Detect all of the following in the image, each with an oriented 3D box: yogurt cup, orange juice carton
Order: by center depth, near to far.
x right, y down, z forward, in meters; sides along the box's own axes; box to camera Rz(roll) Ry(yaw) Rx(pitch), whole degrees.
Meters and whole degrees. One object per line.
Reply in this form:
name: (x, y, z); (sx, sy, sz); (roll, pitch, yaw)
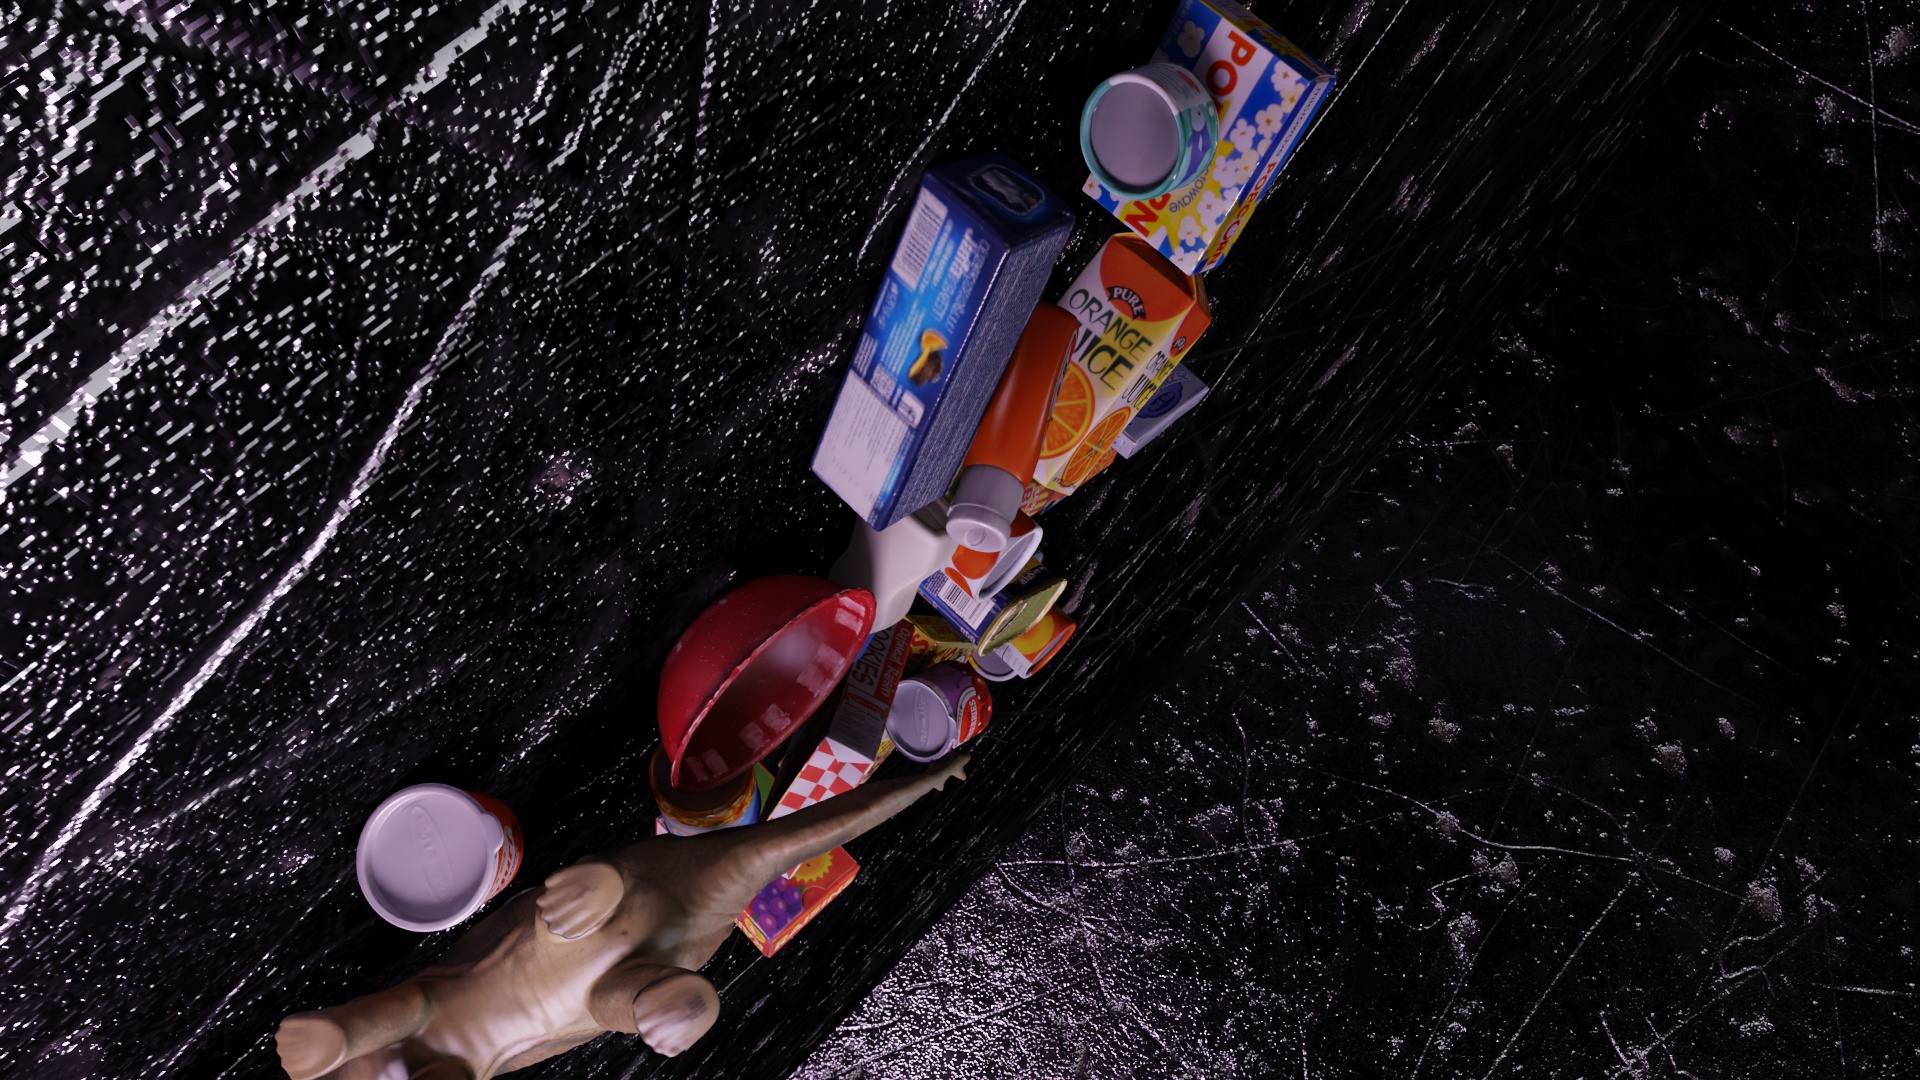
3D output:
yogurt cup: (-0.248, 0.151, 0.673); (0.072, 0.072, 0.054); (-47, 172, -3)
orange juice carton: (0.098, -0.127, 0.906); (0.192, 0.073, 0.072); (-51, 164, 9)

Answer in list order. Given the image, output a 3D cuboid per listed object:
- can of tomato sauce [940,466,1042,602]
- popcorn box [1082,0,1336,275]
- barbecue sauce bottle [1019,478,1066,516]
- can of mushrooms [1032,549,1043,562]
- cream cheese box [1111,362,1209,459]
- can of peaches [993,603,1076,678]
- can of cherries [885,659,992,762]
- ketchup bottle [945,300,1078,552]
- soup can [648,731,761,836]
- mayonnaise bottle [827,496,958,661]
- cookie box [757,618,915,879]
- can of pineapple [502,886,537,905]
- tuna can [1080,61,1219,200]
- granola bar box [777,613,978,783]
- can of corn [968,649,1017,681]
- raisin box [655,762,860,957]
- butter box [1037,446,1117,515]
can of tomato sauce: (0.003, -0.011, 0.912); (0.071, 0.083, 0.071); (-43, 164, -16)
popcorn box: (0.132, -0.220, 0.754); (0.038, 0.085, 0.126); (-28, 155, -47)
barbecue sauce bottle: (0.037, -0.037, 1.015); (0.064, 0.044, 0.149); (-57, 162, 26)
can of mushrooms: (0.035, 0.027, 1.180); (0.071, 0.033, 0.070); (-44, 164, -16)
cream cheese box: (0.148, -0.111, 1.114); (0.104, 0.053, 0.024); (-37, 162, -34)
can of peaches: (0.057, 0.073, 1.175); (0.071, 0.058, 0.071); (-42, 164, -15)
can of cherries: (-0.016, 0.133, 1.082); (0.058, 0.071, 0.071); (-20, 148, -53)
ketchup bottle: (0.029, -0.066, 0.811); (0.064, 0.043, 0.149); (118, -9, -64)
soup can: (-0.166, 0.164, 0.906); (0.071, 0.071, 0.083); (-41, 162, -22)
mayonnaise bottle: (-0.053, 0.023, 0.892); (0.041, 0.065, 0.147); (-28, 159, -45)
cookie box: (-0.088, 0.138, 0.983); (0.122, 0.040, 0.168); (-56, -171, 28)
can of pineapple: (-0.264, 0.261, 0.880); (0.071, 0.071, 0.057); (-39, 161, -28)
tuna can: (0.096, -0.209, 0.719); (0.033, 0.071, 0.070); (-31, 157, -42)
granola bar box: (-0.065, 0.134, 1.158); (0.165, 0.039, 0.124); (-50, 163, 8)
can of corn: (0.044, 0.090, 1.301); (0.058, 0.071, 0.070); (-23, 151, -55)
raisin box: (-0.146, 0.222, 0.998); (0.086, 0.123, 0.039); (-37, 162, -32)
butter box: (0.096, -0.066, 1.138); (0.104, 0.024, 0.052); (-35, 160, -37)
